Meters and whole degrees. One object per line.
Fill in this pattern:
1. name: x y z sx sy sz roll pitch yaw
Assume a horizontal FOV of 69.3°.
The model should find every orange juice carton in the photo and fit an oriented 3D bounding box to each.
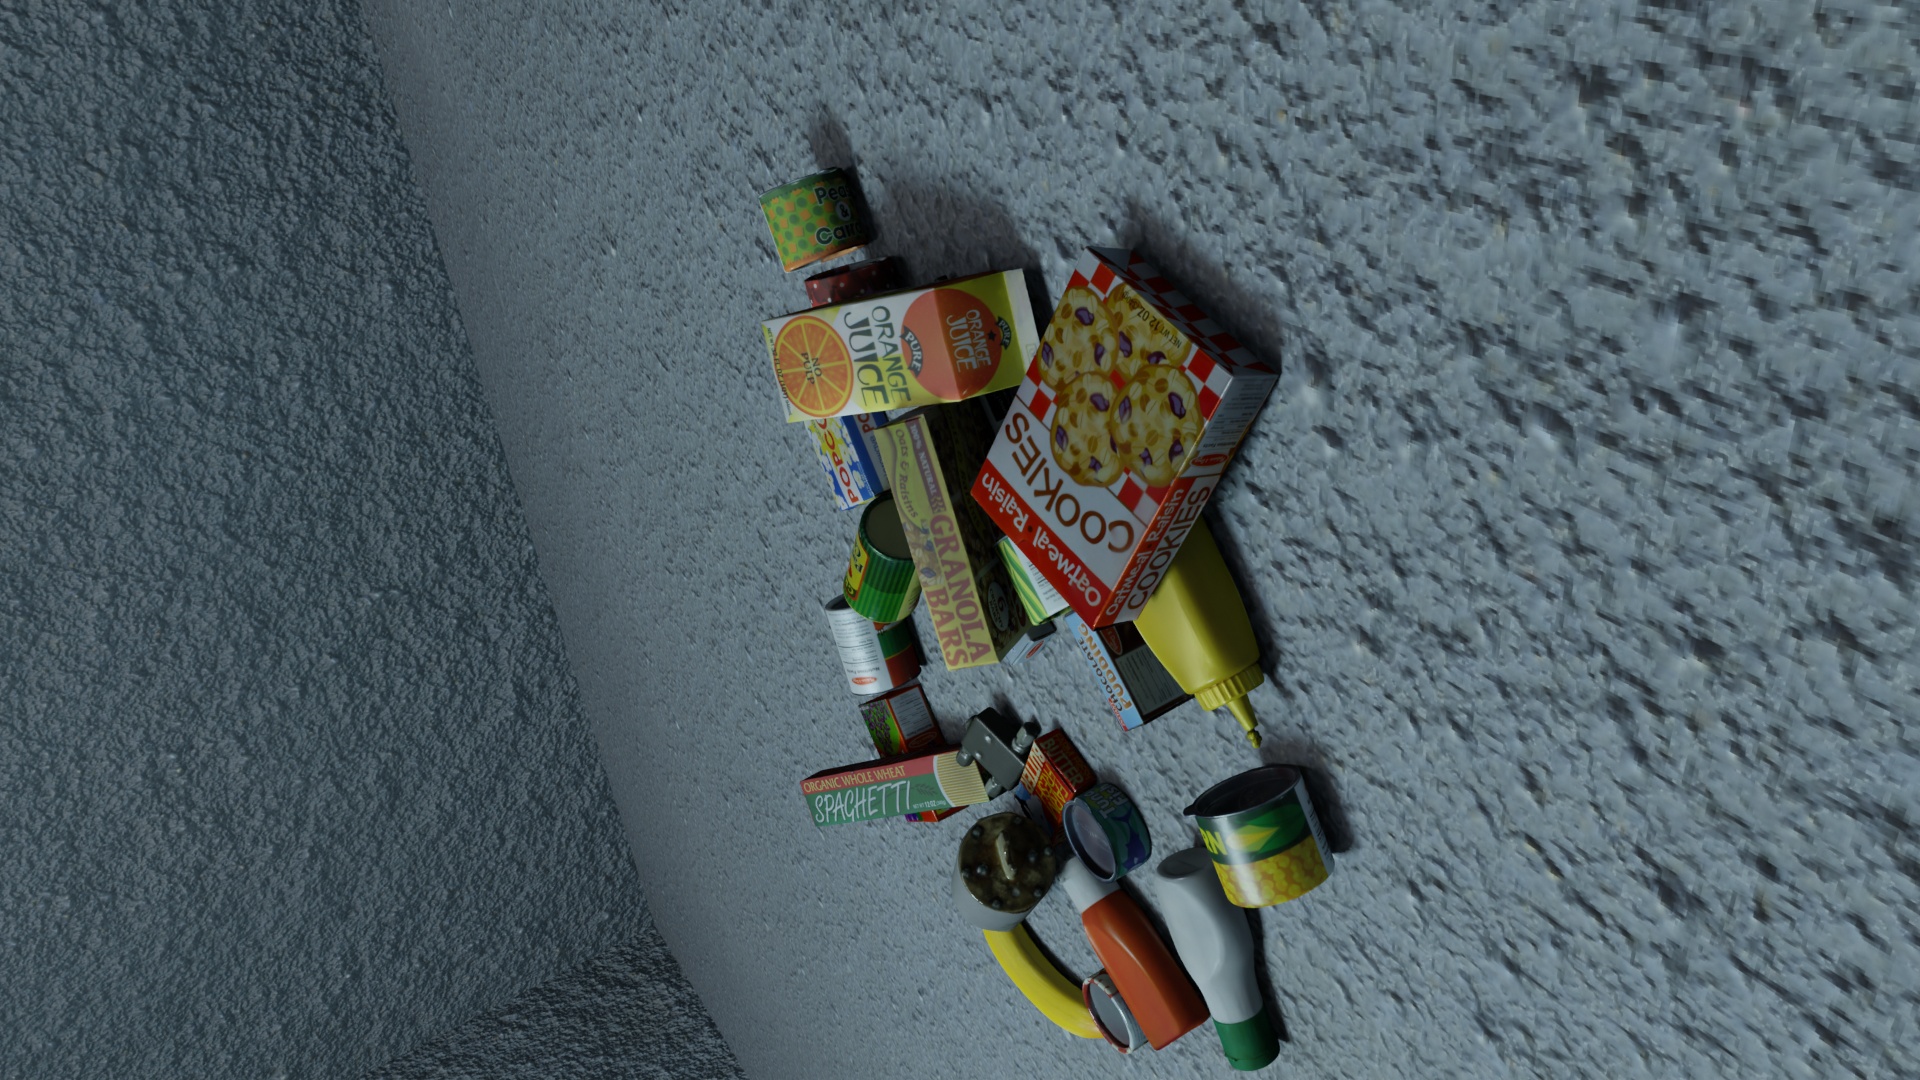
1. orange juice carton: -0.031 -0.127 0.898 0.192 0.073 0.071 -3 106 37

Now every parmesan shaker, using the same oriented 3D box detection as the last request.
1. parmesan shaker: -0.056 0.012 1.133 0.071 0.071 0.102 57 153 21

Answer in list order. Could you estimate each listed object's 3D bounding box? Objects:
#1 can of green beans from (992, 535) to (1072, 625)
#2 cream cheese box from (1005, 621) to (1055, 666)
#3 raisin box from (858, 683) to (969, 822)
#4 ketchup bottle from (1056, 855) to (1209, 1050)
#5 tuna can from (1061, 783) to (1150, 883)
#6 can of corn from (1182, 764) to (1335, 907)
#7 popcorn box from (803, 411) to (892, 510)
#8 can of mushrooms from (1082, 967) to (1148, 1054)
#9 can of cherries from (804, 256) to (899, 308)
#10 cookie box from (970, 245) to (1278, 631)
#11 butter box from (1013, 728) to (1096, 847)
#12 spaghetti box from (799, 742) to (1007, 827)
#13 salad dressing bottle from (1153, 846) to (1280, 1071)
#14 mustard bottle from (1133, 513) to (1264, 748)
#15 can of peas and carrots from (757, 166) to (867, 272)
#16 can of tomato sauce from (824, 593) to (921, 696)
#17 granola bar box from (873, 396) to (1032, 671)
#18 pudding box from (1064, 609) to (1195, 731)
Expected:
1. can of green beans: 0.063 0.015 0.888 0.058 0.071 0.071 63 155 8
2. cream cheese box: 0.028 0.038 1.030 0.104 0.024 0.053 59 154 16
3. raisin box: -0.044 0.201 1.304 0.123 0.040 0.086 67 155 2
4. ketchup bottle: 0.125 0.303 1.041 0.149 0.044 0.064 57 153 21
5. tuna can: 0.106 0.211 1.012 0.071 0.033 0.070 45 148 39
6. can of corn: 0.171 0.170 0.796 0.071 0.071 0.058 -13 100 65
7. popcorn box: -0.094 -0.092 1.148 0.085 0.038 0.126 -17 96 66
8. can of mushrooms: 0.128 0.371 1.107 0.071 0.033 0.070 45 148 38
9. can of cherries: -0.076 -0.169 1.004 0.071 0.072 0.058 17 126 59
10. cookie box: 0.081 -0.054 0.751 0.123 0.040 0.166 49 128 34
11. butter box: 0.072 0.193 1.076 0.053 0.024 0.103 53 152 26
12. spaghetti box: -0.057 0.221 1.255 0.249 0.029 0.050 -19 90 45
13. salad dressing bottle: 0.173 0.279 0.923 0.064 0.044 0.147 -1 111 62
14. mustard bottle: 0.132 0.045 0.792 0.160 0.049 0.065 63 149 7
15. can of peas and carrots: -0.106 -0.235 1.017 0.071 0.071 0.058 0 112 64
16. can of tomato sauce: -0.078 0.087 1.242 0.071 0.071 0.083 8 118 62
17. granola bar box: 0.003 -0.012 0.922 0.039 0.124 0.165 -13 100 22
18. pudding box: 0.107 0.070 0.866 0.084 0.050 0.030 63 153 7
